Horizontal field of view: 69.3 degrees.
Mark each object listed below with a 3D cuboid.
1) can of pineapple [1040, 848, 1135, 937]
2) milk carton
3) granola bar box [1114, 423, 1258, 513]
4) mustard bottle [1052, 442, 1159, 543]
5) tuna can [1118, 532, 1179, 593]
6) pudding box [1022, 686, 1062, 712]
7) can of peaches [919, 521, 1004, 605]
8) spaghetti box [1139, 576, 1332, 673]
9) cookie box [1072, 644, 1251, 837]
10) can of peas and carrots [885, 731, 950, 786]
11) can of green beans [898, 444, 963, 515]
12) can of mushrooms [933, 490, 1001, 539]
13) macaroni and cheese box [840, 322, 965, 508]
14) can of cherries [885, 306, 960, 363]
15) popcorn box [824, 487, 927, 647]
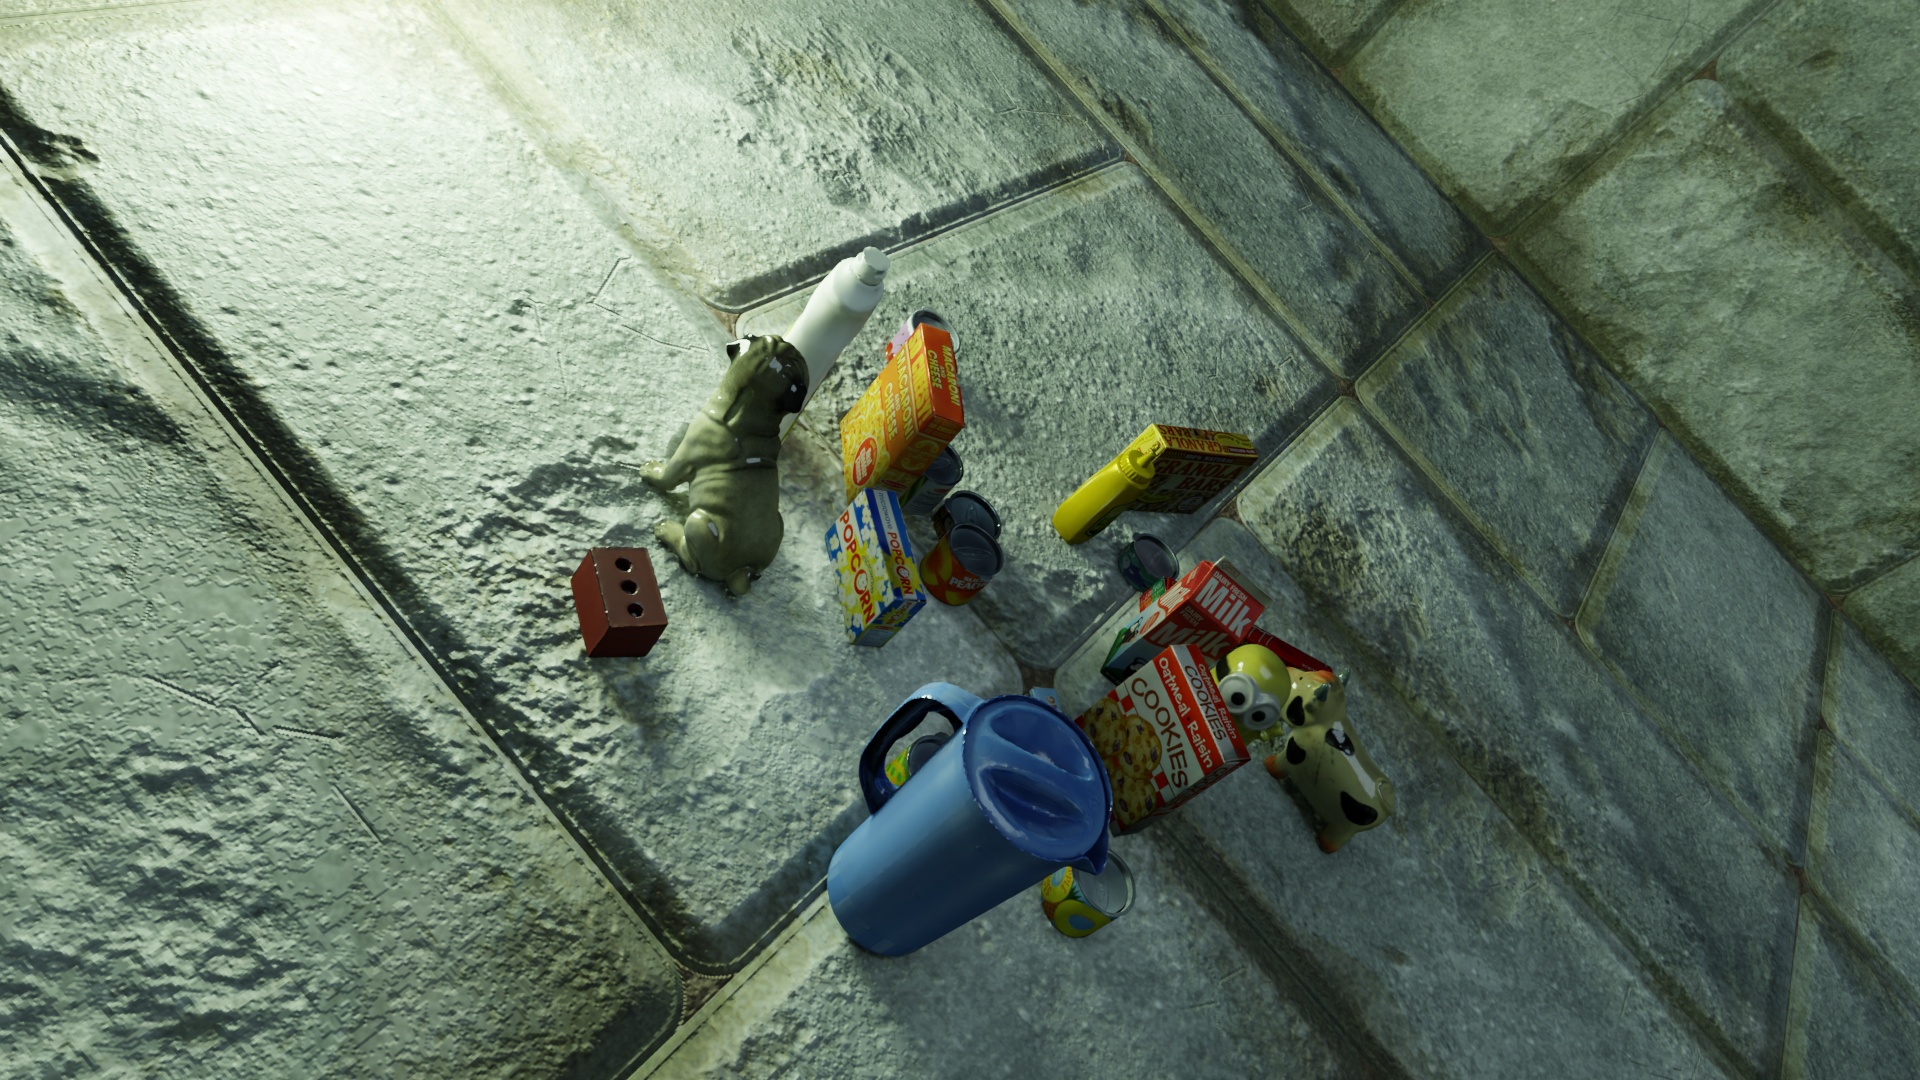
[{"bbox_3d":[0.113,0.315,1.247,0.071,0.057,0.071,23,45,-24],"label":"can of pineapple"},{"bbox_3d":[0.236,0.090,1.438,0.072,0.189,0.074,40,40,-6],"label":"milk carton"},{"bbox_3d":[0.255,-0.082,1.651,0.166,0.123,0.039,2,56,-39],"label":"granola bar box"},{"bbox_3d":[0.168,-0.056,1.529,0.065,0.159,0.049,-18,69,-47],"label":"mustard bottle"},{"bbox_3d":[0.215,0.026,1.597,0.071,0.032,0.071,22,45,-24],"label":"tuna can"},{"bbox_3d":[0.077,0.188,1.332,0.030,0.049,0.084,8,52,-36],"label":"pudding box"},{"bbox_3d":[0.001,0.026,1.399,0.071,0.057,0.071,23,45,-24],"label":"can of peaches"},{"bbox_3d":[0.317,0.116,1.593,0.250,0.050,0.029,28,43,-19],"label":"spaghetti box"},{"bbox_3d":[0.187,0.192,1.329,0.040,0.166,0.123,1,57,-40],"label":"cookie box"},{"bbox_3d":[-0.033,0.210,1.214,0.071,0.058,0.071,23,45,-24],"label":"can of peas and carrots"},{"bbox_3d":[-0.039,-0.068,1.446,0.071,0.057,0.071,23,45,-24],"label":"can of green beans"},{"bbox_3d":[0.005,-0.018,1.459,0.071,0.033,0.071,22,45,-24],"label":"can of mushrooms"},{"bbox_3d":[-0.060,-0.116,1.385,0.040,0.165,0.124,16,48,-30],"label":"macaroni and cheese box"},{"bbox_3d":[-0.043,-0.220,1.571,0.071,0.058,0.072,23,45,-24],"label":"can of cherries"},{"bbox_3d":[-0.082,0.025,1.310,0.038,0.085,0.127,7,52,-36],"label":"popcorn box"}]
